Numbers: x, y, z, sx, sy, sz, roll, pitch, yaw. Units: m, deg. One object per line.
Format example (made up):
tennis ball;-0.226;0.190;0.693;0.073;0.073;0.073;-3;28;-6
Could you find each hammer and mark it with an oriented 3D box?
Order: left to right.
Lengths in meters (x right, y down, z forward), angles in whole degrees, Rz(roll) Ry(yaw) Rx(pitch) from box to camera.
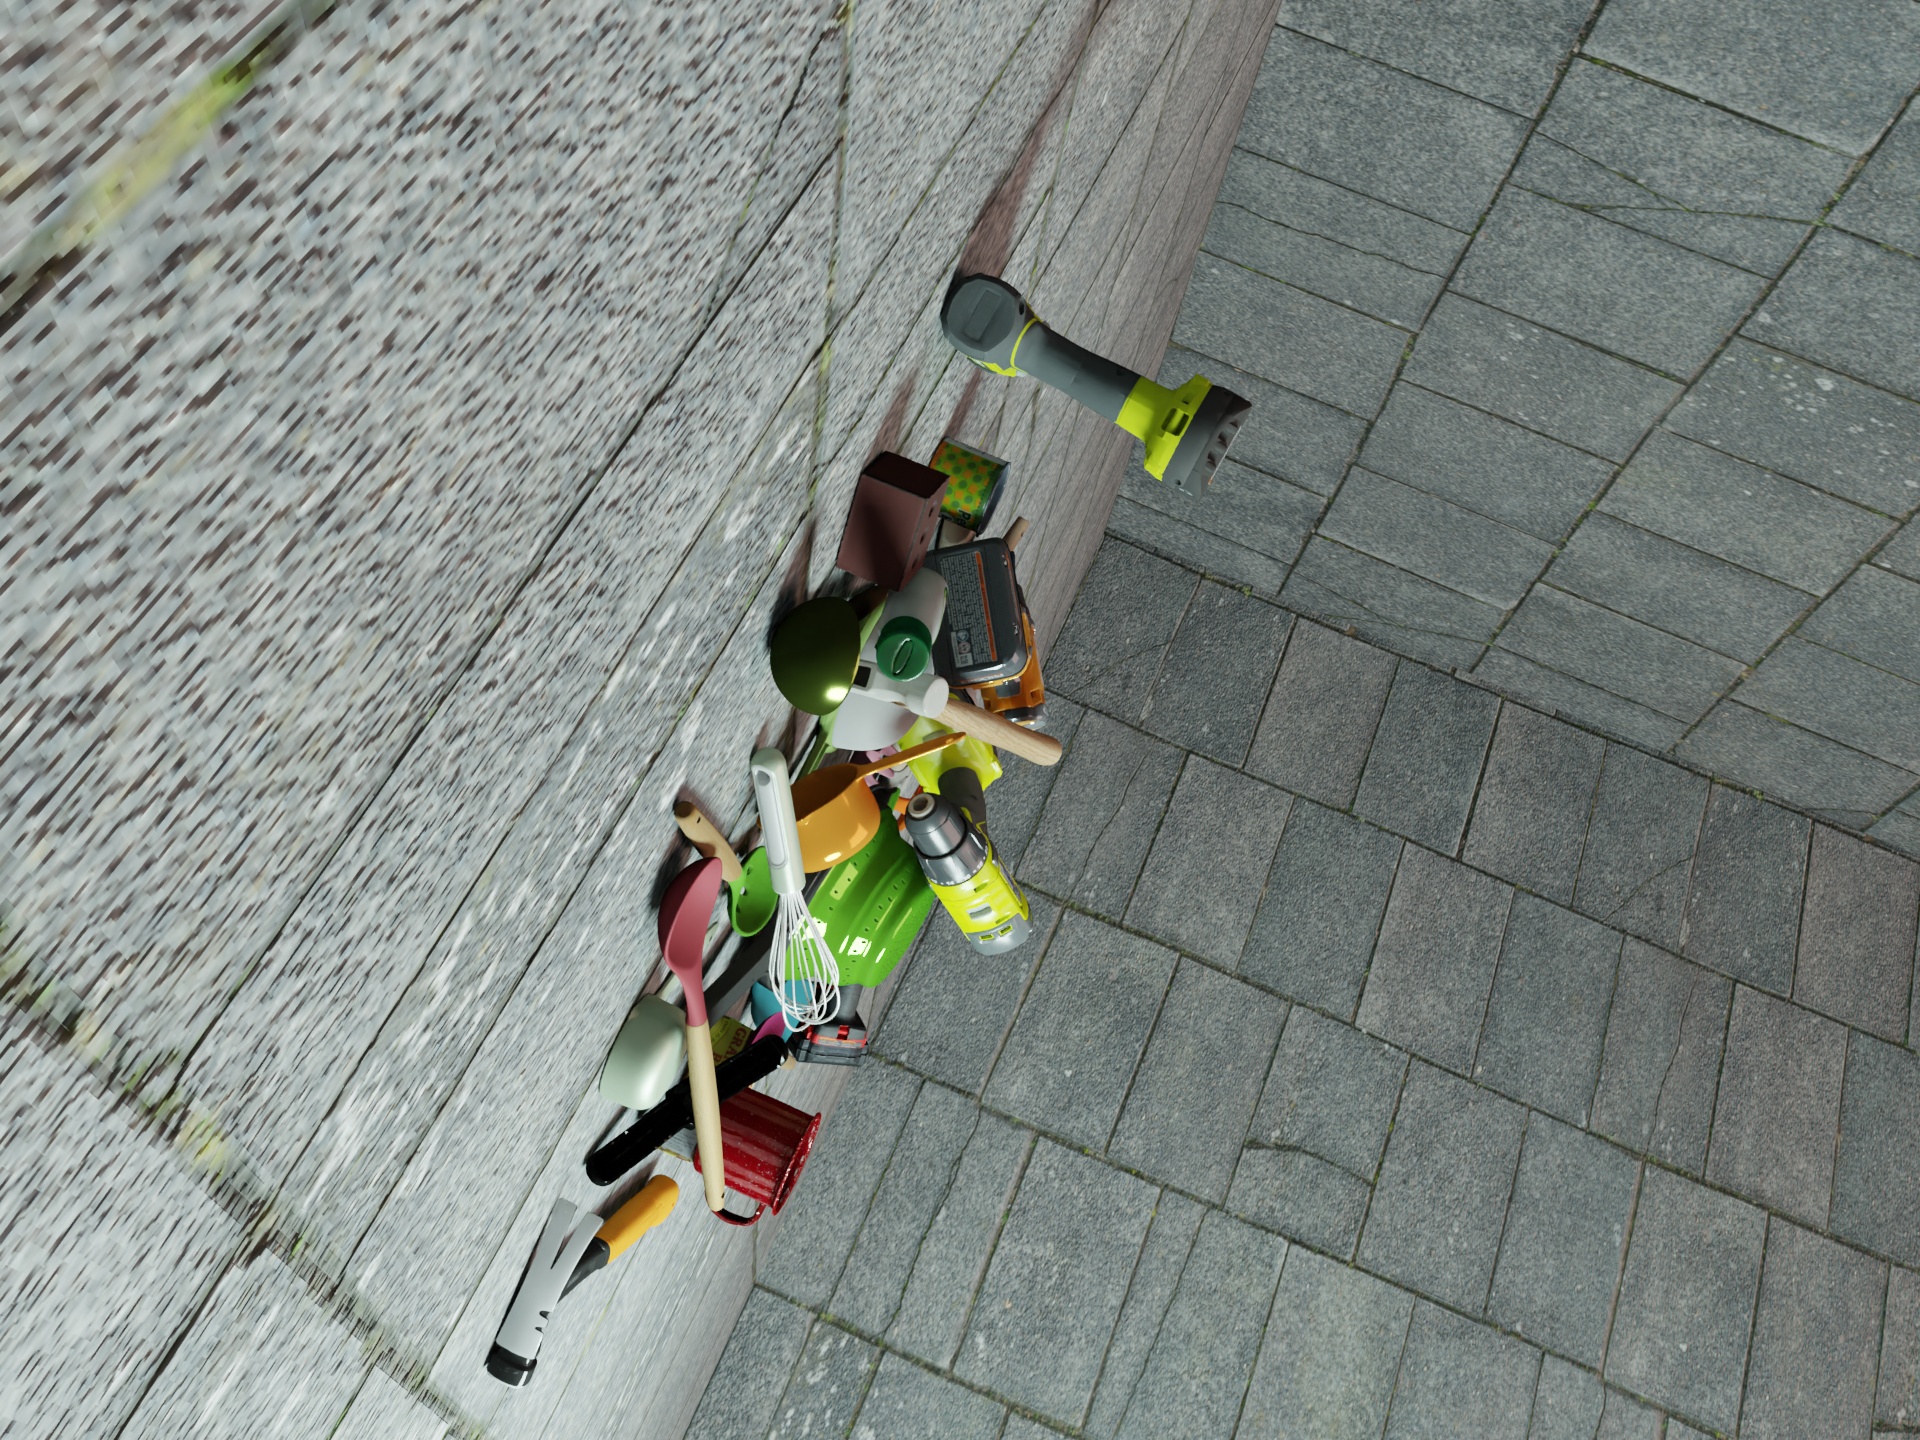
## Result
hammer;-0.273;0.400;1.238;0.337;0.034;0.127;39;75;-85
hammer;-0.031;-0.072;1.648;0.410;0.038;0.146;107;7;-47
hammer;-0.002;-0.004;1.288;0.331;0.130;0.031;22;85;-60

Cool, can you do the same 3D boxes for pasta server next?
pasta server;-0.020;-0.059;1.540;0.316;0.040;0.060;-56;163;2

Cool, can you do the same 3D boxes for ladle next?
ladle;-0.176;0.222;1.080;0.069;0.031;0.315;-52;149;-52
ladle;-0.075;-0.068;1.141;0.320;0.062;0.078;-56;166;-76

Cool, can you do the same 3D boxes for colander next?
colander;-0.119;0.198;1.323;0.397;0.094;0.204;-45;162;-54

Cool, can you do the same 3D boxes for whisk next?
whisk;-0.125;0.127;1.165;0.059;0.058;0.246;-45;137;-48

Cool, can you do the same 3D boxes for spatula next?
spatula;-0.171;0.224;1.460;0.082;0.044;0.317;-58;170;-25
spatula;-0.083;0.069;1.493;0.081;0.041;0.322;-57;160;5

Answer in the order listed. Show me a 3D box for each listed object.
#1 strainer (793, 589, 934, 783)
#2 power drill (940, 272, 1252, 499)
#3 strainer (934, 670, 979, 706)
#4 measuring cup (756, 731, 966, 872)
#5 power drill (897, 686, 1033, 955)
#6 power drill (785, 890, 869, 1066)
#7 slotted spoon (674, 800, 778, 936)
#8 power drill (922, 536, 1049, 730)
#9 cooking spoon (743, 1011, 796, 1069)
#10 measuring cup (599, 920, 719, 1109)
strainer;-0.080;0.008;1.316;0.151;0.069;0.256;105;8;-54
power drill;0.099;-0.251;1.183;0.080;0.223;0.171;-61;176;10
strainer;-0.025;-0.045;1.476;0.087;0.050;0.258;-36;142;-13
measuring cup;-0.066;0.061;1.200;0.095;0.173;0.052;-87;153;-70
power drill;-0.008;0.071;1.402;0.229;0.080;0.190;-102;166;-45
power drill;-0.123;0.238;1.662;0.143;0.078;0.219;43;-61;60
slotted spoon;-0.163;0.097;1.104;0.313;0.031;0.070;86;19;-74
power drill;0.025;-0.095;1.407;0.226;0.084;0.185;43;37;-74
cooking spoon;-0.174;0.308;1.472;0.069;0.017;0.318;-58;172;-14
measuring cup;-0.198;0.205;1.127;0.168;0.038;0.083;-58;169;-49
